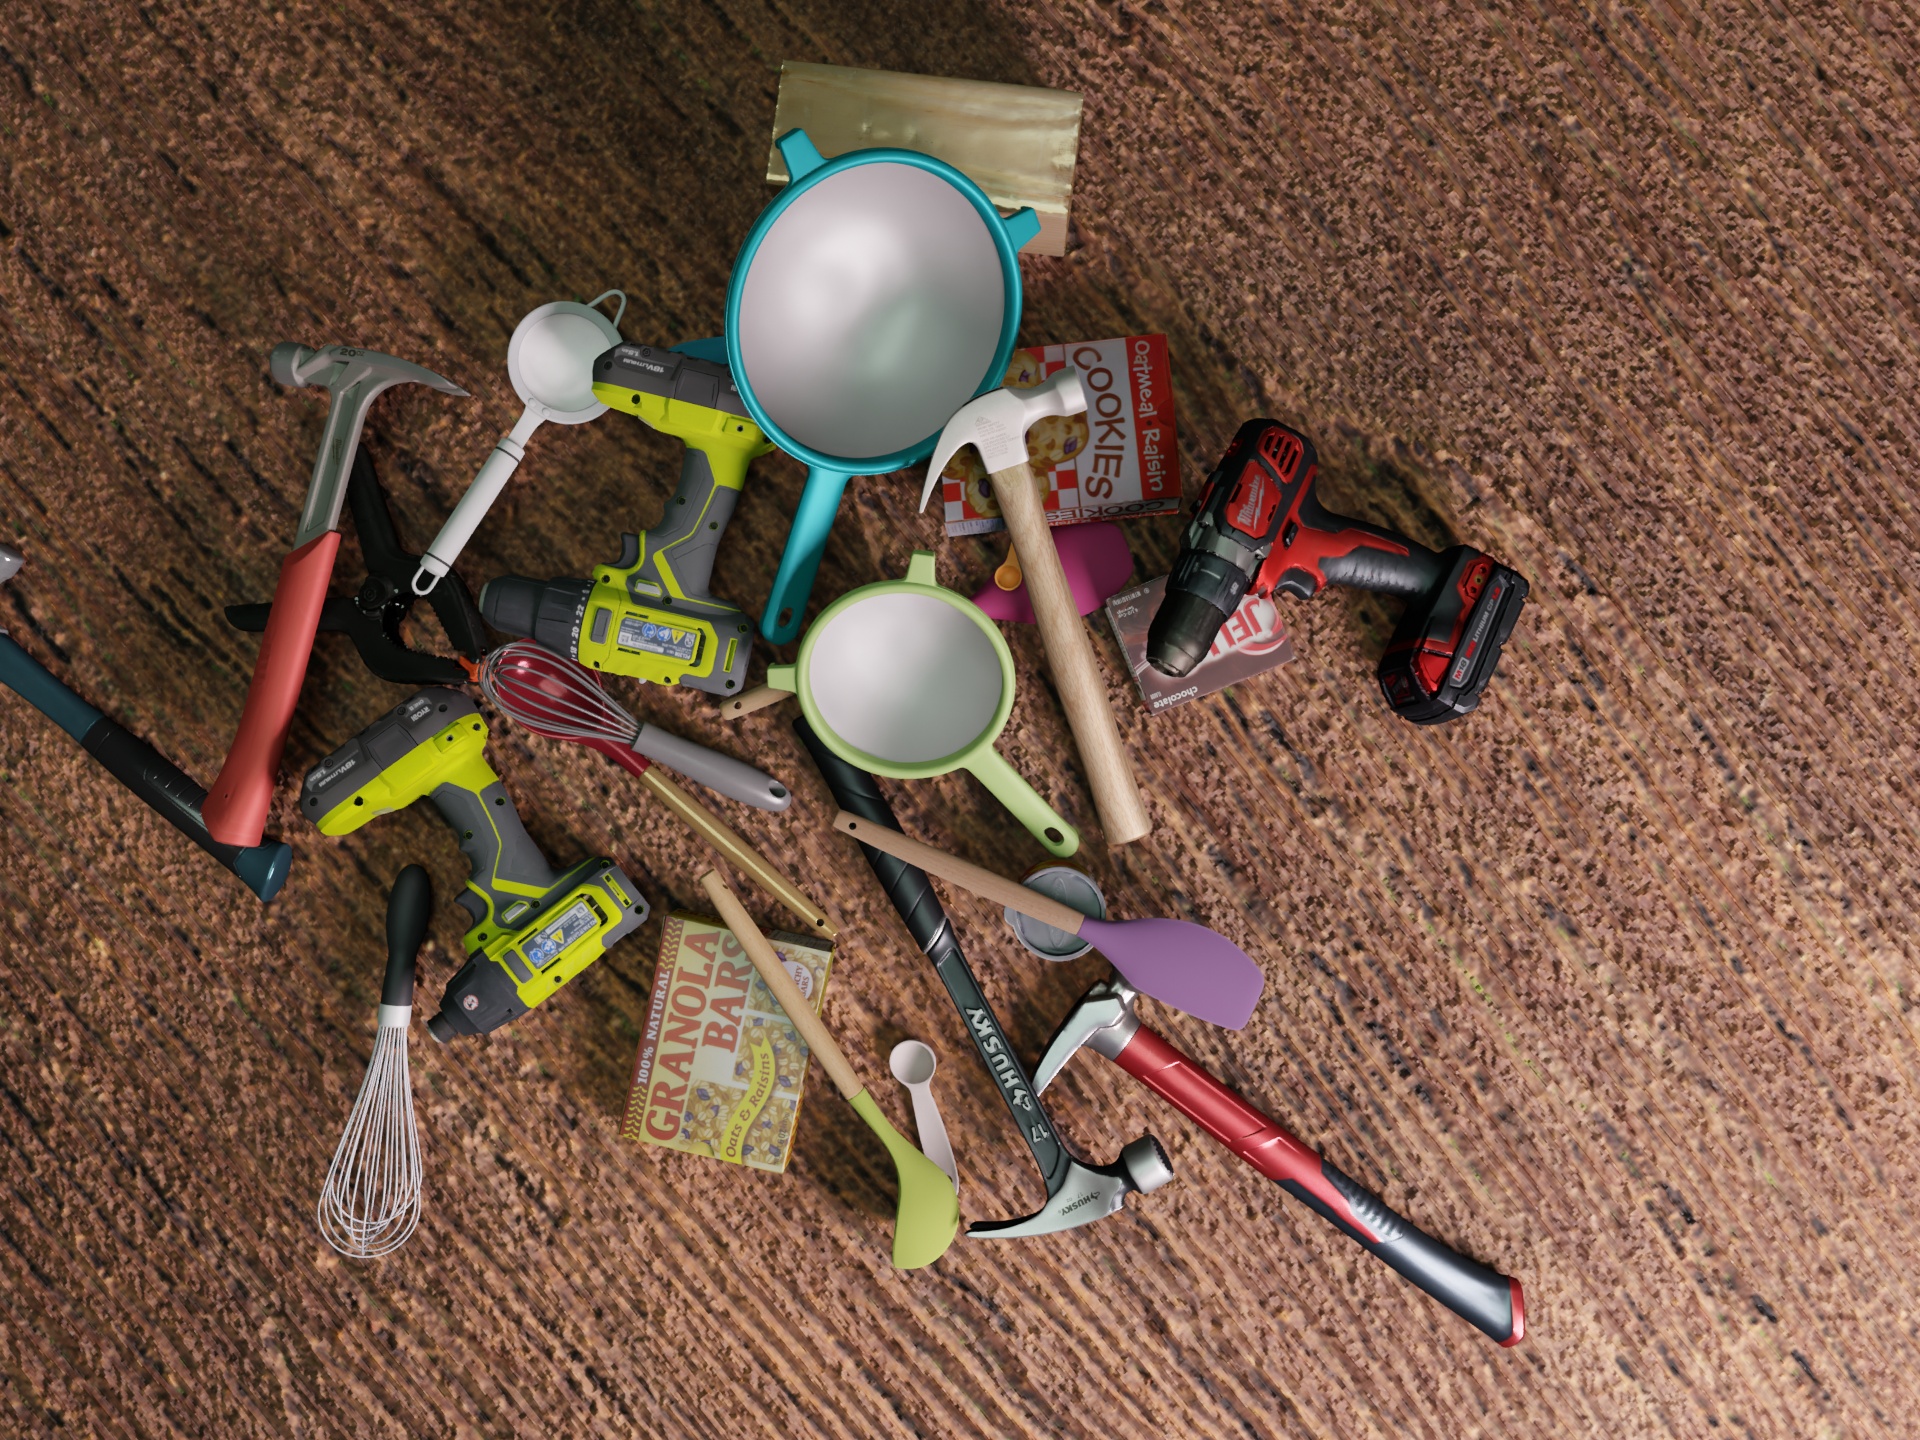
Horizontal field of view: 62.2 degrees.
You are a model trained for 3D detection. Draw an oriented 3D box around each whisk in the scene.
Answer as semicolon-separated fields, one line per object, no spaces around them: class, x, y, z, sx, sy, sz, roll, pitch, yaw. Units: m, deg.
whisk;-0.417;0.246;1.157;0.070;0.070;0.284;6;86;3
whisk;-0.227;0.009;1.128;0.238;0.055;0.055;26;92;-16

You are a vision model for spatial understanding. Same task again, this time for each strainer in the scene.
strainer;-0.002;-0.004;1.127;0.151;0.069;0.256;-37;111;20
strainer;-0.091;-0.222;1.085;0.211;0.095;0.340;7;113;-33
strainer;-0.319;-0.201;1.137;0.086;0.050;0.258;36;79;-32

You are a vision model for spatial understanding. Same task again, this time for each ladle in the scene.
ladle;-0.098;0.244;1.110;0.062;0.078;0.320;-31;97;17
ladle;-0.210;0.053;1.159;0.315;0.031;0.069;41;88;0

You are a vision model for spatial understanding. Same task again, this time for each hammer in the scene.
hammer;0.066;-0.067;1.104;0.130;0.031;0.331;-17;104;6
hammer;0.229;0.331;1.135;0.386;0.038;0.143;37;93;2
hammer;-0.012;0.172;1.126;0.149;0.036;0.409;-30;82;8
hammer;-0.459;-0.086;1.123;0.149;0.036;0.359;14;88;15
hammer;-0.628;0.016;1.175;0.331;0.033;0.128;38;91;2

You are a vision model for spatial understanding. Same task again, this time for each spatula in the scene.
spatula;0.059;0.128;1.091;0.316;0.018;0.060;23;91;1

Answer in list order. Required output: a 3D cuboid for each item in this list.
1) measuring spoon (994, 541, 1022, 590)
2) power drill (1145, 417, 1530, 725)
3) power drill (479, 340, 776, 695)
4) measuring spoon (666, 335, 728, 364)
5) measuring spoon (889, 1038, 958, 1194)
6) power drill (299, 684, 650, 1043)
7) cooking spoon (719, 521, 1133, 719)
measuring spoon;0.052;-0.146;1.146;0.021;0.011;0.117;20;79;9
power drill;0.248;-0.078;1.084;0.226;0.080;0.188;28;81;-5
power drill;-0.226;-0.143;1.127;0.190;0.080;0.228;13;92;-4
measuring spoon;-0.156;-0.271;1.162;0.128;0.021;0.042;-5;93;12
measuring spoon;-0.022;0.289;1.160;0.034;0.018;0.124;-14;97;13
power drill;-0.355;0.103;1.129;0.171;0.080;0.223;-38;90;-12
cooking spoon;-0.026;-0.066;1.153;0.319;0.017;0.069;-22;89;2
